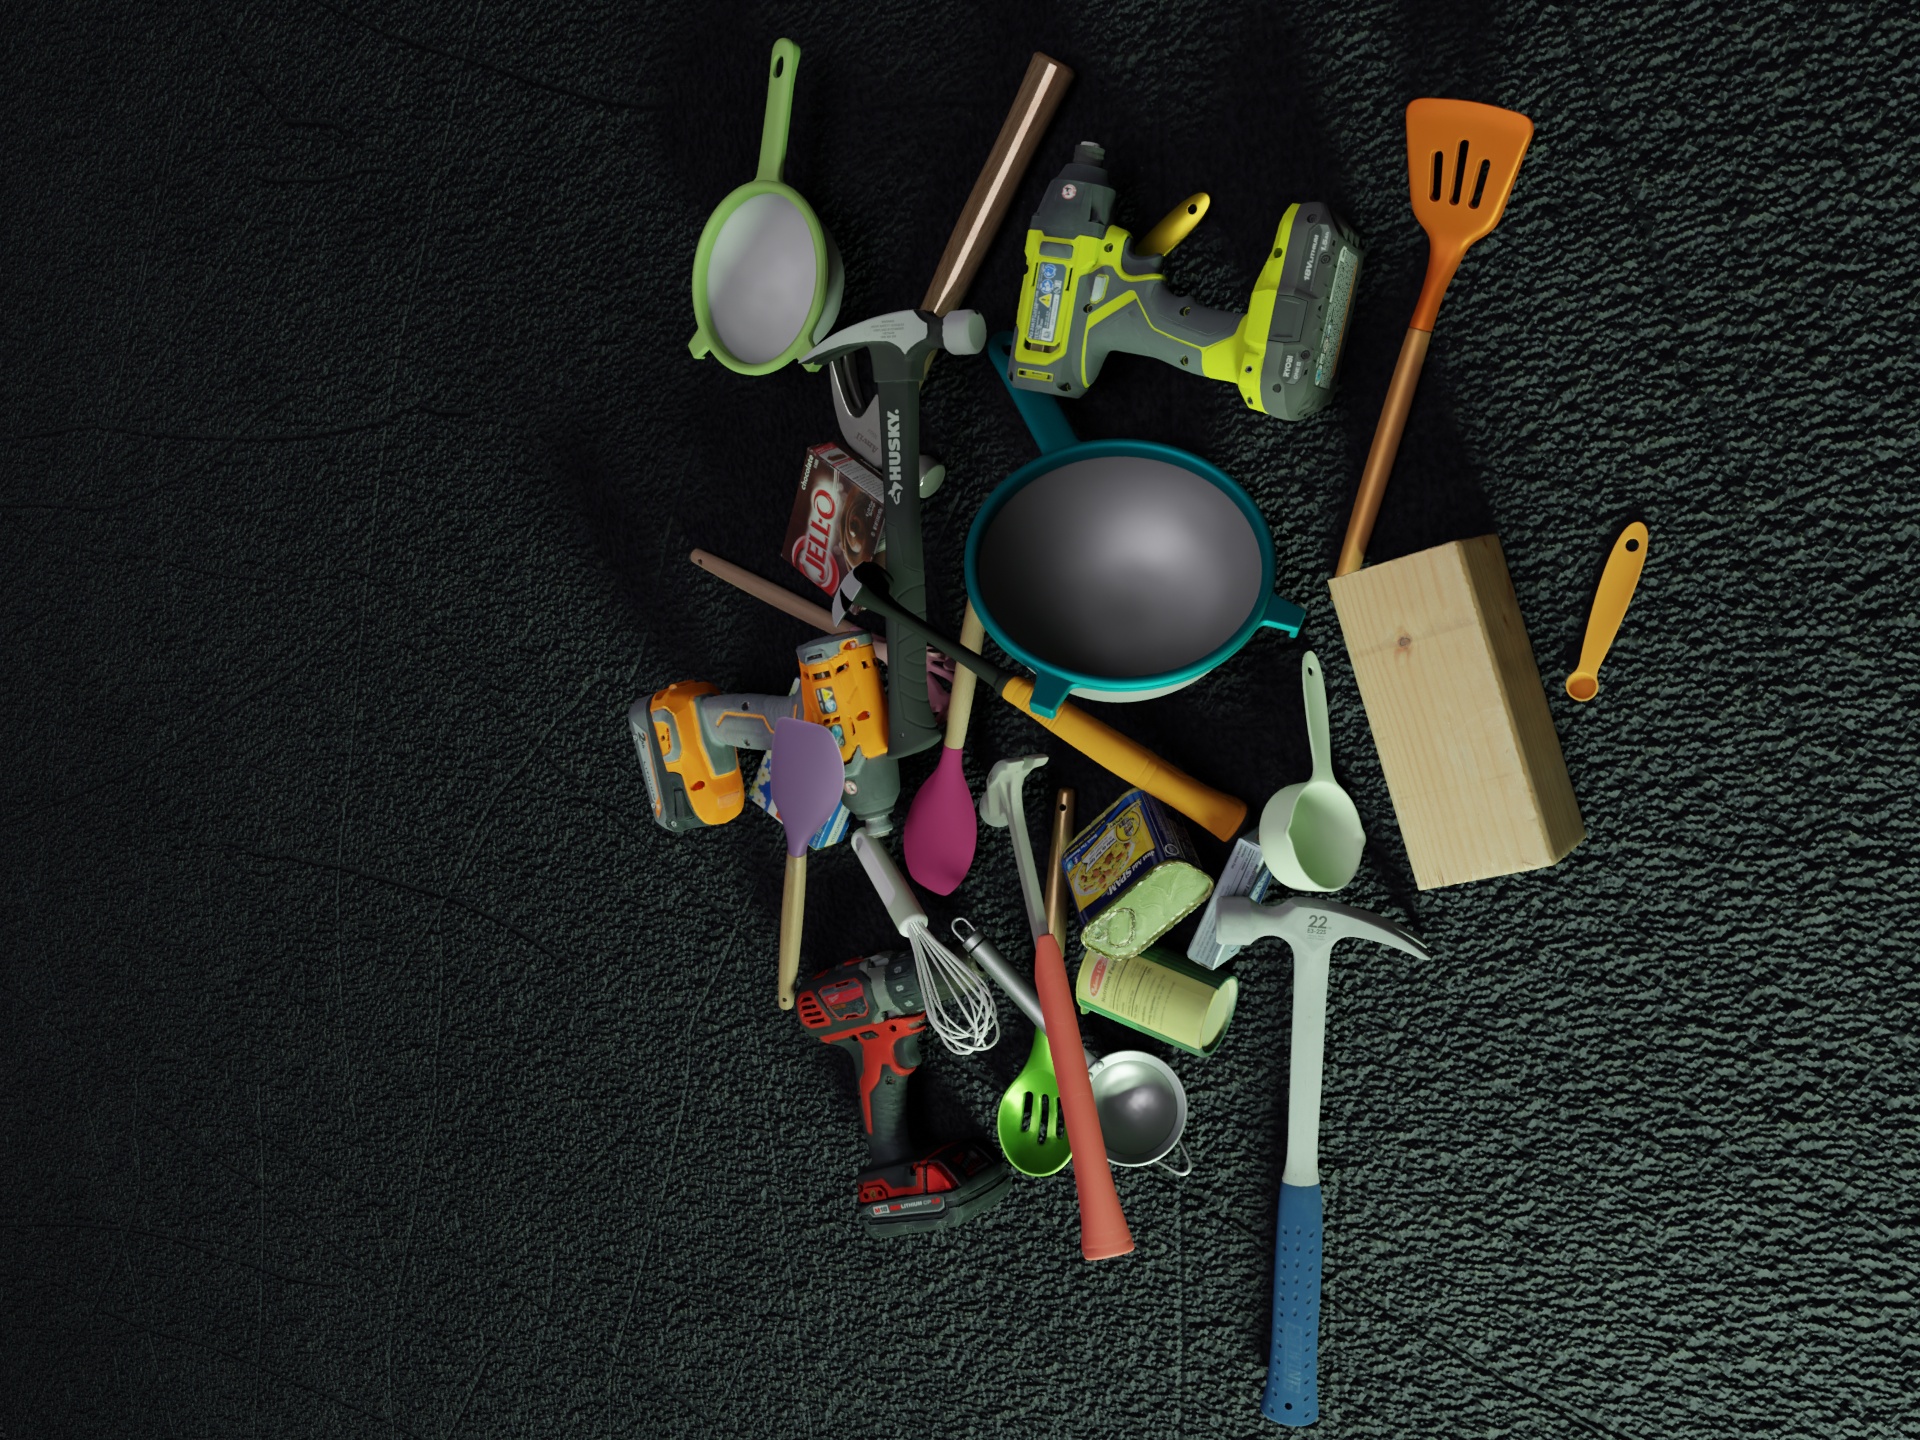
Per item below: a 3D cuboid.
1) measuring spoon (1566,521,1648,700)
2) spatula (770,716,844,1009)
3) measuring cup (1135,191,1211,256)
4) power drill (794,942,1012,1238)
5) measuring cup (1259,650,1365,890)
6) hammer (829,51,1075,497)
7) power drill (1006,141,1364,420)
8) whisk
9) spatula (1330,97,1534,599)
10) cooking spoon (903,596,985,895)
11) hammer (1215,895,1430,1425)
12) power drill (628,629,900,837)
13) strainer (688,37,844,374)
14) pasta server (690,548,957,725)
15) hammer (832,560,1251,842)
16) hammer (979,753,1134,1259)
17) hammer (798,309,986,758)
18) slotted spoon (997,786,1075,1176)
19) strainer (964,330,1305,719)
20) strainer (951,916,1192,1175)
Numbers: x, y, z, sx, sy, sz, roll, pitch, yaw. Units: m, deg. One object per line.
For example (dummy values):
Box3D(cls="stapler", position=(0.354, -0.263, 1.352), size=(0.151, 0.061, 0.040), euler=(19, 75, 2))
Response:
Box3D(cls="measuring spoon", position=(0.408, -0.068, 1.000), size=(0.021, 0.011, 0.117), euler=(22, 106, 29))
Box3D(cls="spatula", position=(-0.132, 0.125, 1.287), size=(0.060, 0.018, 0.315), euler=(14, 128, 6))
Box3D(cls="measuring cup", position=(0.115, -0.323, 1.137), size=(0.156, 0.029, 0.062), euler=(-37, 77, 34))
Box3D(cls="power drill", position=(-0.032, 0.297, 1.314), size=(0.188, 0.080, 0.227), euler=(-21, 83, 34))
Box3D(cls="measuring cup", position=(0.237, 0.036, 1.104), size=(0.038, 0.083, 0.168), euler=(-16, 72, 51))
Box3D(cls="hammer", position=(-0.004, -0.344, 1.213), size=(0.130, 0.031, 0.331), euler=(39, 116, 22))
Box3D(cls="power drill", position=(0.148, -0.295, 1.077), size=(0.223, 0.080, 0.171), euler=(15, 102, 25))
Box3D(cls="whisk", position=(-0.035, 0.169, 1.263), size=(0.247, 0.059, 0.057), euler=(56, 130, 43))
Box3D(cls="spatula", position=(0.288, -0.230, 1.033), size=(0.081, 0.041, 0.322), euler=(23, 111, 28))
Box3D(cls="cooking spoon", position=(-0.002, -0.004, 1.225), size=(0.069, 0.017, 0.318), euler=(25, 119, 29))
Box3D(cls="hammer", position=(0.249, 0.320, 1.135), size=(0.144, 0.035, 0.405), euler=(2, 105, 9))
Box3D(cls="power drill", position=(-0.151, 0.028, 1.296), size=(0.226, 0.084, 0.164), euler=(-13, 93, 30))
Box3D(cls="strainer", position=(-0.136, -0.403, 1.270), size=(0.152, 0.069, 0.256), euler=(15, 102, 38))
Box3D(cls="pasta server", position=(-0.115, -0.081, 1.326), size=(0.316, 0.040, 0.060), euler=(27, 120, 28))
Box3D(cls="hammer", position=(0.060, -0.009, 1.125), size=(0.337, 0.127, 0.034), euler=(32, 102, -4))
Box3D(cls="hammer", position=(0.072, 0.206, 1.159), size=(0.149, 0.036, 0.359), euler=(118, 141, -74))
Box3D(cls="hammer", position=(-0.048, -0.135, 1.199), size=(0.146, 0.035, 0.334), euler=(4, 101, 29))
Box3D(cls="slotted spoon", position=(0.072, 0.207, 1.256), size=(0.070, 0.031, 0.313), euler=(8, 100, 20))
Box3D(cls="strainer", position=(0.089, -0.138, 1.145), size=(0.211, 0.095, 0.341), euler=(-19, 58, -7))
Box3D(cls="strainer", position=(0.084, 0.247, 1.226), size=(0.087, 0.050, 0.258), euler=(-43, 82, -3))
